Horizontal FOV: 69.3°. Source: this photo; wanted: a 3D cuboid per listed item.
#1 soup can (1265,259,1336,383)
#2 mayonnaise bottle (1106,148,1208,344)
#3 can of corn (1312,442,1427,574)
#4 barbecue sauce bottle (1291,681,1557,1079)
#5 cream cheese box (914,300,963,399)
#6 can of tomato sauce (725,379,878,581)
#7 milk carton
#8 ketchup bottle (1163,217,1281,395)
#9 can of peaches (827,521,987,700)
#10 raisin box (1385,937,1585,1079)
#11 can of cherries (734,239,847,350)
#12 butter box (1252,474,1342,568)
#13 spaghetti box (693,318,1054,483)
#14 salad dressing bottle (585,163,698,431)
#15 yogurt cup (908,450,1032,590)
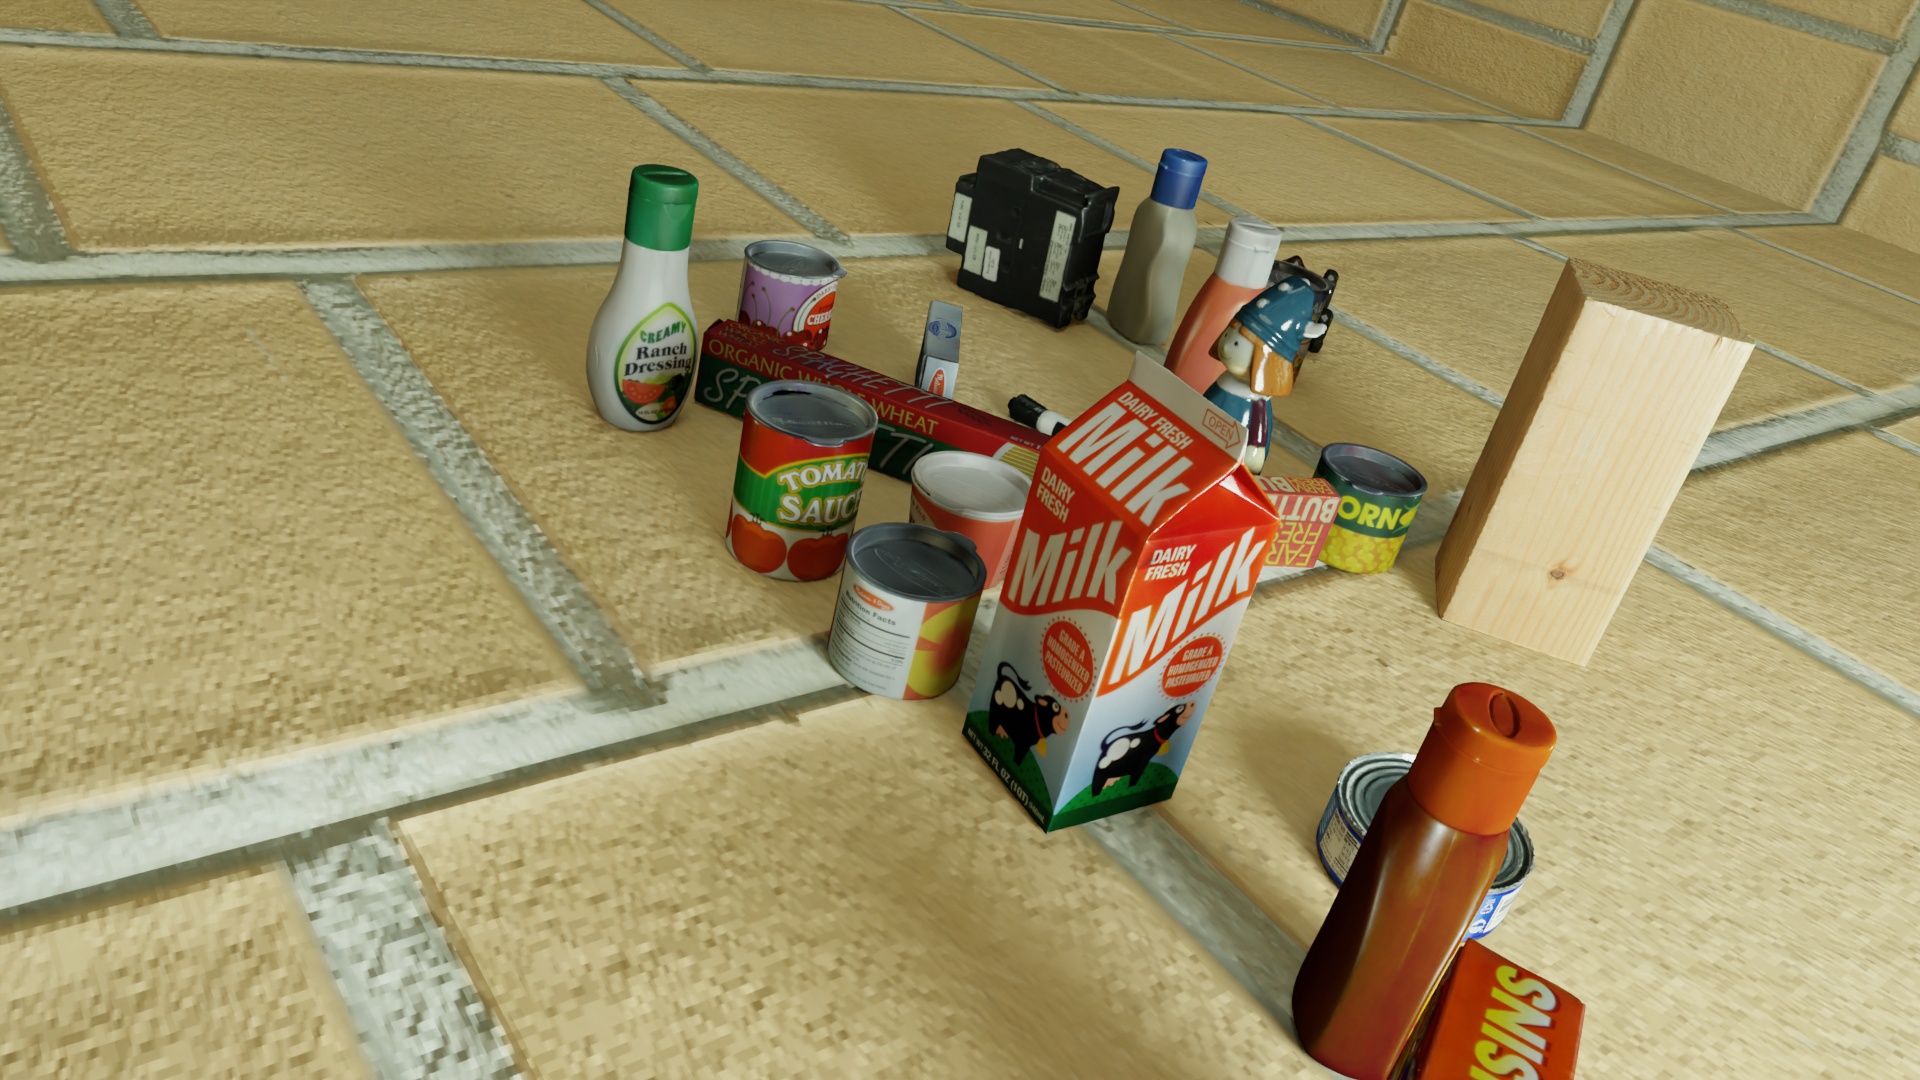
[{"bbox_3d":[0.250,-0.171,1.099,0.071,0.083,0.072,11,29,-6],"label":"soup can"},{"bbox_3d":[0.158,-0.233,1.101,0.041,0.147,0.065,-1,32,-26],"label":"mayonnaise bottle"},{"bbox_3d":[0.245,-0.019,0.857,0.071,0.058,0.071,11,29,-6],"label":"can of corn"},{"bbox_3d":[0.161,0.119,0.489,0.044,0.147,0.065,19,29,9],"label":"barbecue sauce bottle"},{"bbox_3d":[-0.016,-0.115,0.916,0.024,0.053,0.104,11,29,-5],"label":"cream cheese box"},{"bbox_3d":[-0.081,-0.030,0.708,0.071,0.082,0.071,11,29,-6],"label":"can of tomato sauce"},{"bbox_3d":[0.067,0.022,0.574,0.073,0.189,0.072,-7,35,-34],"label":"milk carton"},{"bbox_3d":[0.182,-0.146,0.959,0.065,0.148,0.044,4,30,-17],"label":"ketchup bottle"},{"bbox_3d":[-0.024,0.032,0.651,0.071,0.057,0.071,11,29,-6],"label":"can of peaches"},{"bbox_3d":[0.125,0.185,0.383,0.040,0.122,0.086,26,31,20],"label":"raisin box"},{"bbox_3d":[-0.117,-0.167,0.956,0.071,0.058,0.072,11,29,-6],"label":"can of cherries"},{"bbox_3d":[0.168,-0.012,0.817,0.104,0.052,0.024,2,31,-21],"label":"butter box"},{"bbox_3d":[-0.043,-0.068,0.826,0.250,0.050,0.029,21,30,12],"label":"spaghetti box"},{"bbox_3d":[-0.176,-0.136,0.785,0.064,0.147,0.044,-13,39,-40],"label":"salad dressing bottle"},{"bbox_3d":[0.003,-0.009,0.739,0.072,0.053,0.073,11,29,-6],"label":"yogurt cup"}]
